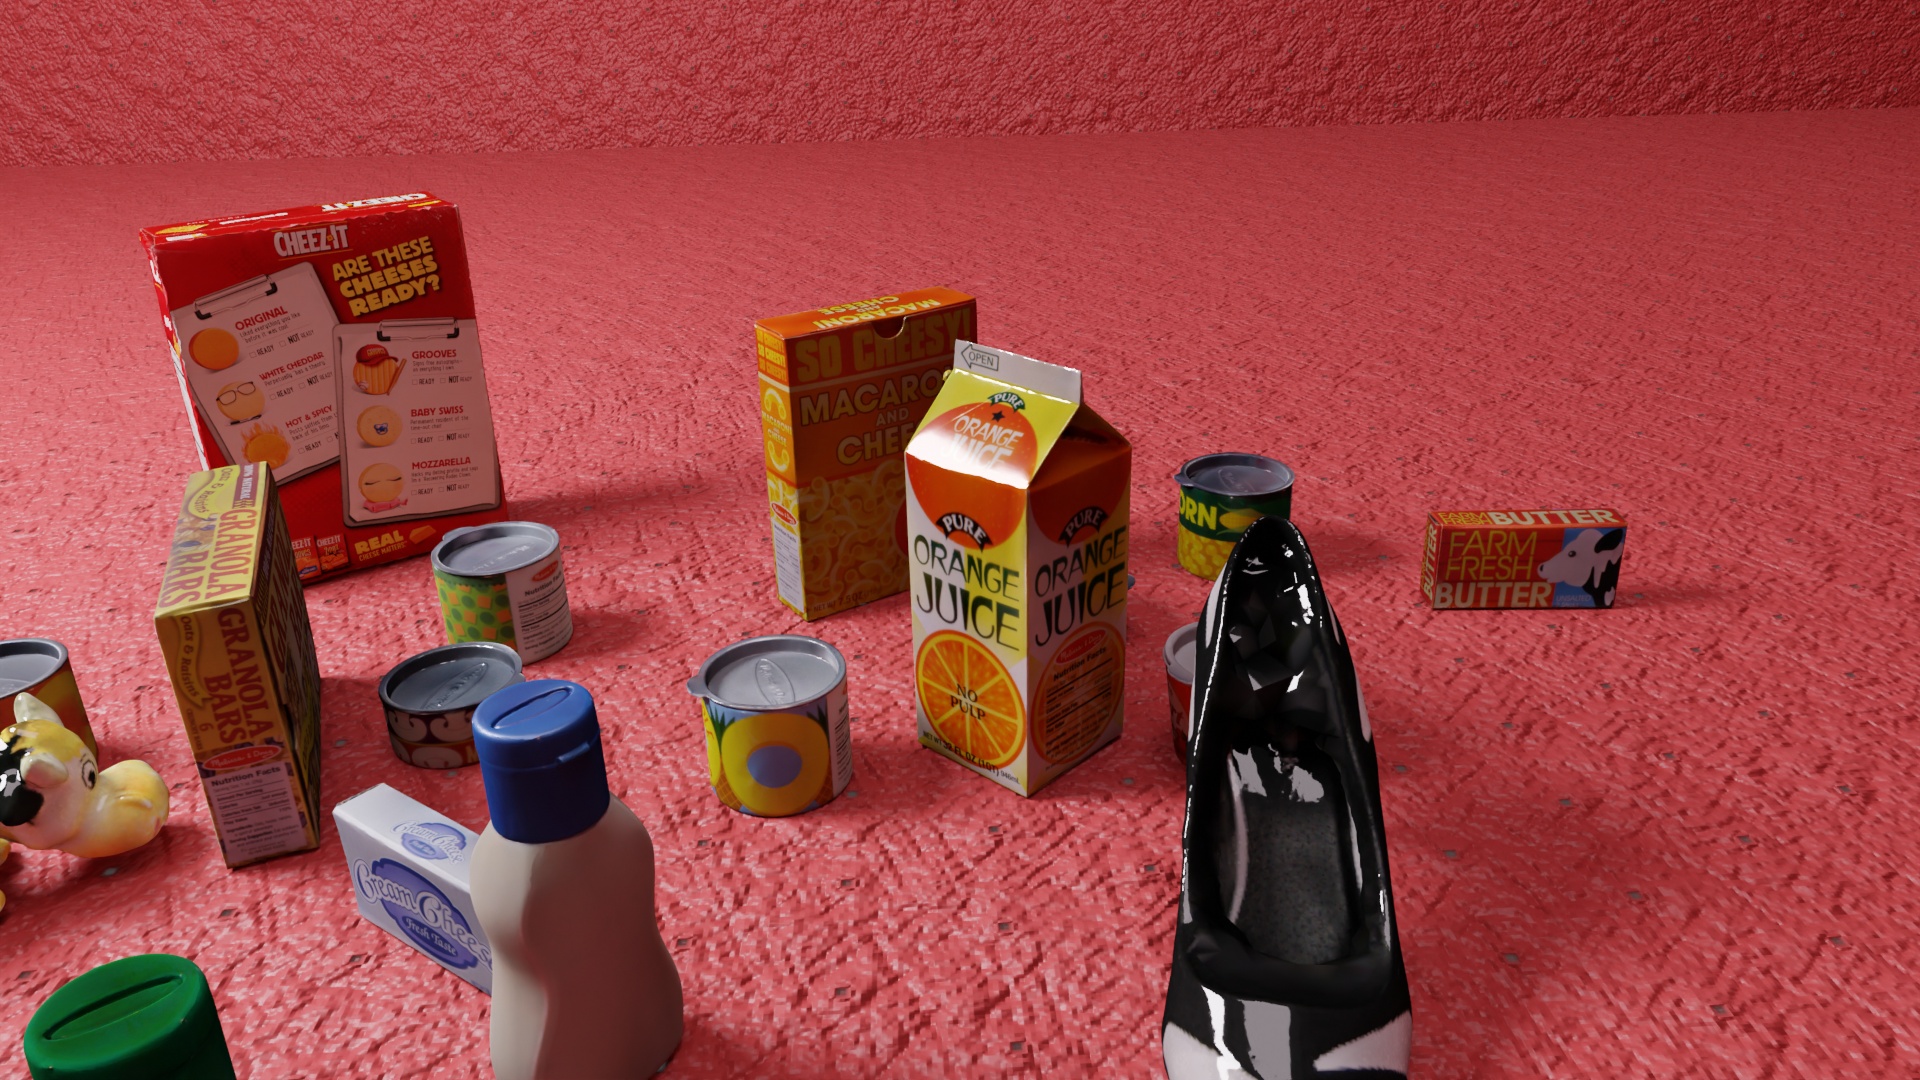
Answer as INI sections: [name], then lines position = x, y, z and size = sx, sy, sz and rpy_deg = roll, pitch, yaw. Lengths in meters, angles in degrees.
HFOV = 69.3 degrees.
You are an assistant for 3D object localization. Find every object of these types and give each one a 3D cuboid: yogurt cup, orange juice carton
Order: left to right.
[orange juice carton]
position = 0.026, 0.008, 0.624
size = 0.072, 0.191, 0.073
rpy_deg = 20, 32, 39
[yogurt cup]
position = 0.127, 0.074, 0.640
size = 0.072, 0.053, 0.073
rpy_deg = -1, 25, 1

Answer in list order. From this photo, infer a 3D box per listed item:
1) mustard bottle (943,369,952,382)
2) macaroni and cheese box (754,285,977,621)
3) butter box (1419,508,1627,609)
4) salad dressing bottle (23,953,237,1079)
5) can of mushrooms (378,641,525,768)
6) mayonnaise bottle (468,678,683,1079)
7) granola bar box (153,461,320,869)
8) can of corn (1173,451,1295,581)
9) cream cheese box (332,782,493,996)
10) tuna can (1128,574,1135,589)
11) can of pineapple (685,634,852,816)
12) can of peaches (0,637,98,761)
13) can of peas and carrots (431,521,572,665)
[mustard bottle]
position = 0.003, -0.009, 0.701
size = 0.049, 0.159, 0.065
rpy_deg = -11, 26, -20
[macaroni and cheese box]
position = -0.047, -0.050, 0.787
size = 0.124, 0.165, 0.040
rpy_deg = -17, 29, -31
[butter box]
position = 0.311, 0.010, 0.770
size = 0.103, 0.053, 0.024
rpy_deg = 0, 24, 3
[salad dressing bottle]
position = -0.187, 0.170, 0.338
size = 0.064, 0.147, 0.044
rpy_deg = -20, 30, -35
[can of mushrooms]
position = -0.242, 0.080, 0.674
size = 0.071, 0.033, 0.071
rpy_deg = -1, 25, 1
[mayonnaise bottle]
position = -0.127, 0.117, 0.450
size = 0.041, 0.147, 0.065
rpy_deg = 17, 30, 36
[granola bar box]
position = -0.324, 0.050, 0.635
size = 0.039, 0.123, 0.166
rpy_deg = -11, 26, -20
[can of corn]
position = 0.160, -0.013, 0.824
size = 0.071, 0.058, 0.071
rpy_deg = -1, 25, 1
[cream cheese box]
position = -0.195, 0.134, 0.528
size = 0.104, 0.053, 0.024
rpy_deg = 15, 29, 32
[tuna can]
position = 0.060, 0.033, 0.758
size = 0.071, 0.032, 0.071
rpy_deg = -1, 25, 1
[can of pineapple]
position = -0.085, 0.083, 0.628
size = 0.071, 0.057, 0.071
rpy_deg = -1, 25, 1
[can of peaches]
position = -0.444, 0.087, 0.641
size = 0.071, 0.057, 0.071
rpy_deg = -1, 25, 1
[can of peas and carrots]
position = -0.250, 0.029, 0.755
size = 0.071, 0.058, 0.071
rpy_deg = -1, 25, 1
